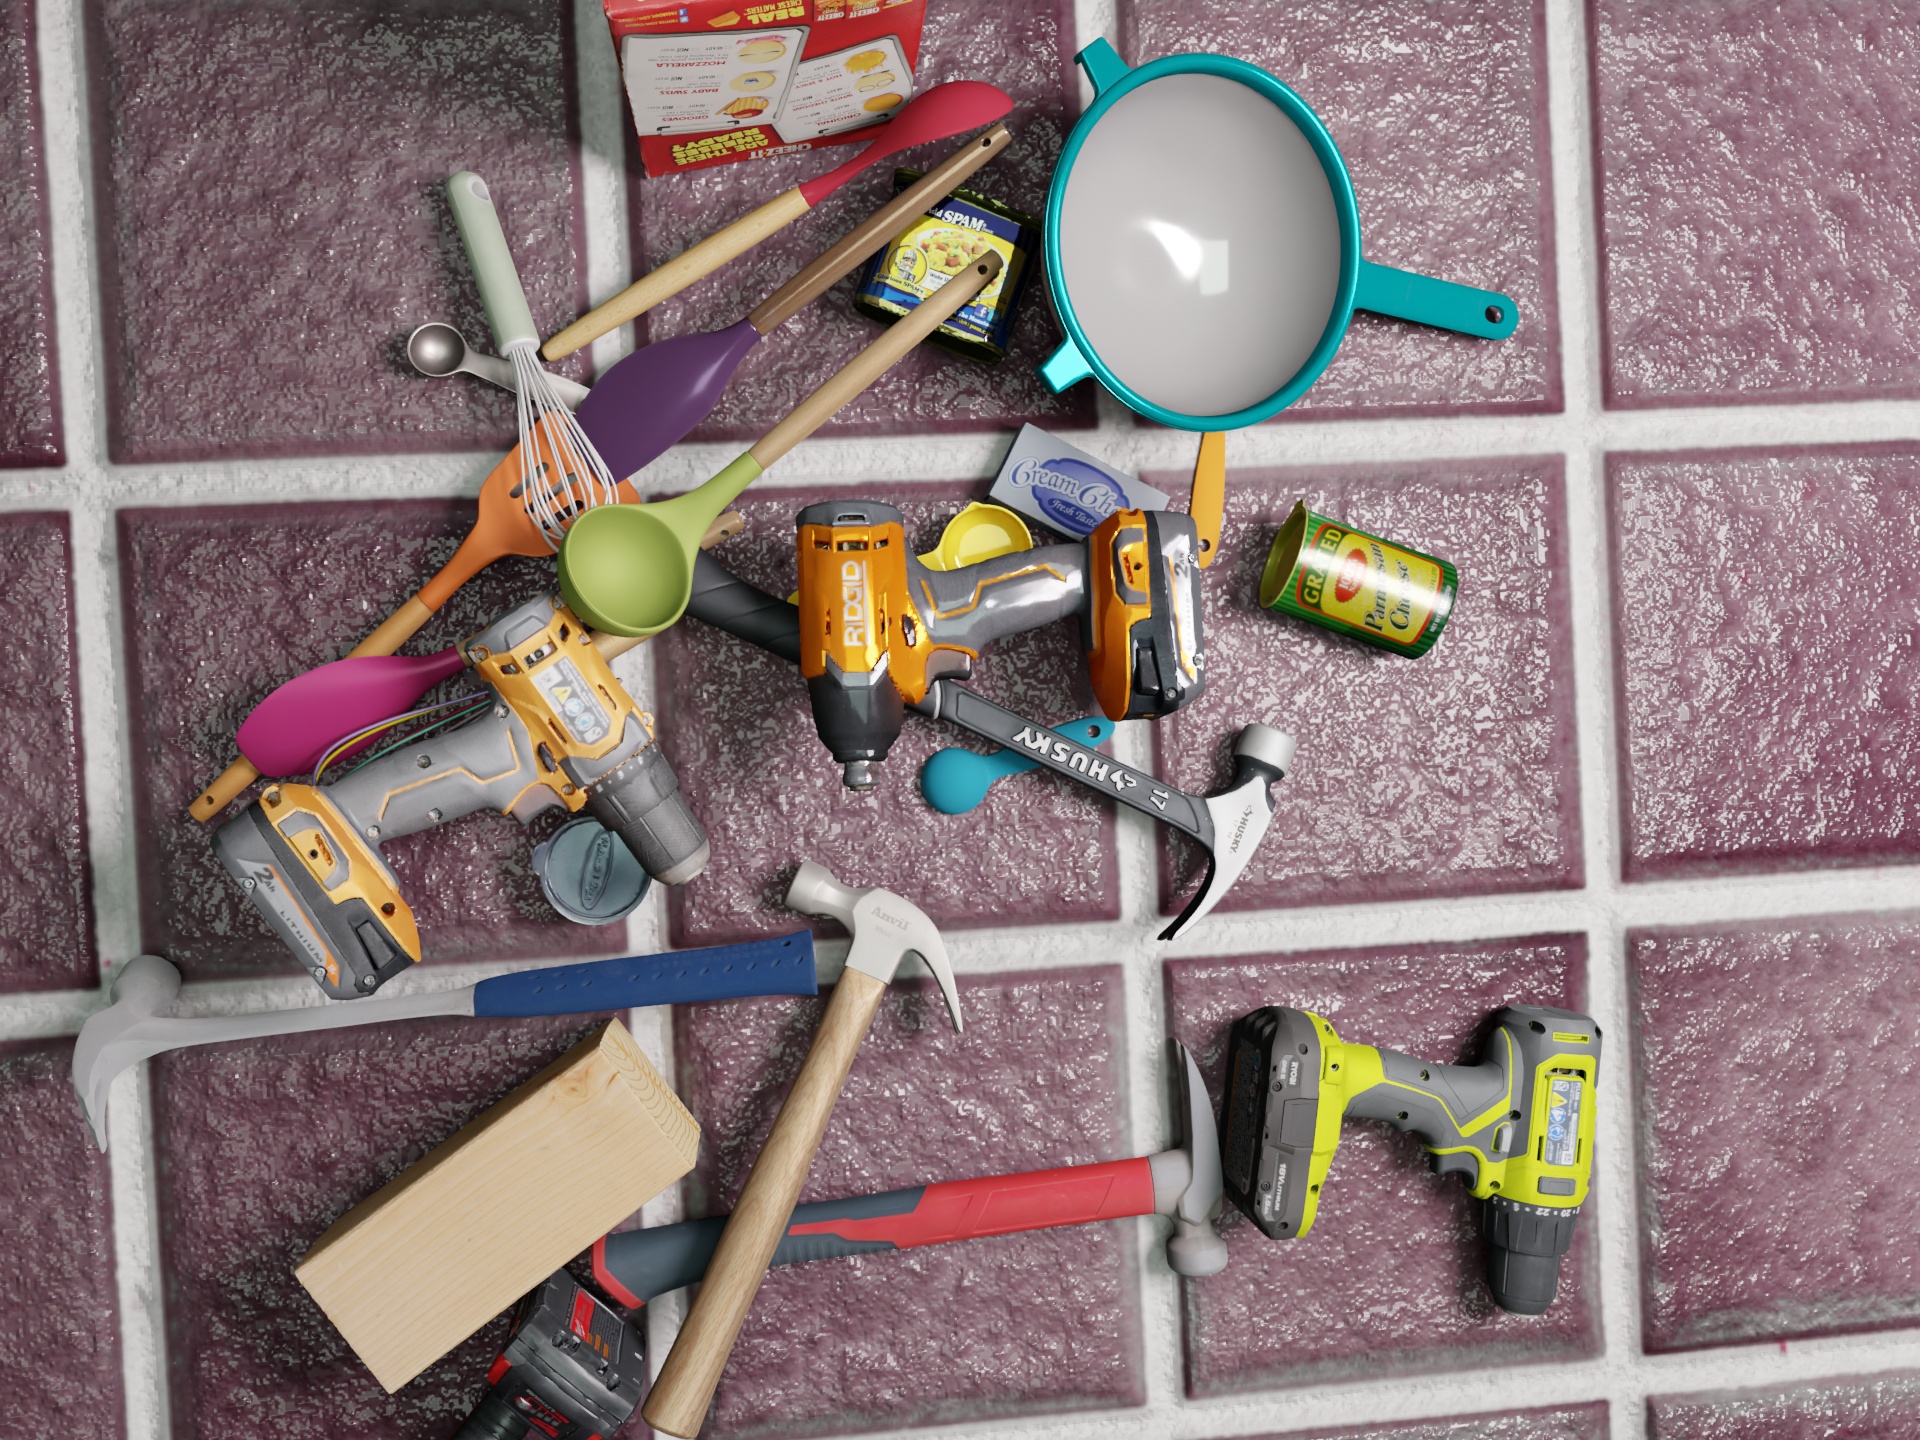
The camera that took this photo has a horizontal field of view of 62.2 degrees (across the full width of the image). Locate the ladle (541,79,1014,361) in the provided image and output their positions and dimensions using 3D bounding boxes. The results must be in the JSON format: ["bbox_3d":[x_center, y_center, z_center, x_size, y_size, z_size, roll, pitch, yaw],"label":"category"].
[{"bbox_3d":[-0.113,-0.294,0.936,0.315,0.069,0.031,-28,119,9],"label":"ladle"}]

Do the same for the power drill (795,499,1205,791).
[{"bbox_3d":[0.021,-0.044,0.915,0.226,0.084,0.164,-1,84,-7],"label":"power drill"}]

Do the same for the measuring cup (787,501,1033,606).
[{"bbox_3d":[-0.031,-0.092,0.983,0.156,0.029,0.062,-15,97,6],"label":"measuring cup"}]

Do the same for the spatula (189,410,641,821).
[{"bbox_3d":[-0.334,-0.053,0.950,0.322,0.041,0.081,-43,94,0],"label":"spatula"}]

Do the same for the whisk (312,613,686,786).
[{"bbox_3d":[-0.270,-0.008,0.947,0.245,0.051,0.047,-31,59,-10],"label":"whisk"}]

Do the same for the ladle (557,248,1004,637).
[{"bbox_3d":[-0.095,-0.165,0.903,0.320,0.062,0.078,-41,103,-5],"label":"ladle"}]

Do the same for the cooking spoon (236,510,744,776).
[{"bbox_3d":[-0.273,-0.050,0.946,0.319,0.017,0.068,-28,136,-9],"label":"cooking spoon"}]

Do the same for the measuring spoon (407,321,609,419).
[{"bbox_3d":[-0.271,-0.205,0.960,0.124,0.018,0.034,18,76,-12],"label":"measuring spoon"}]

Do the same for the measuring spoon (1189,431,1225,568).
[{"bbox_3d":[0.159,-0.154,1.003,0.021,0.011,0.117,6,90,-6],"label":"measuring spoon"}]

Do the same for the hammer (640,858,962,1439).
[{"bbox_3d":[-0.100,0.258,0.941,0.130,0.031,0.331,23,80,2],"label":"hammer"}]

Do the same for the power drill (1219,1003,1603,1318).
[{"bbox_3d":[0.283,0.270,0.991,0.228,0.080,0.190,6,90,-9],"label":"power drill"}]

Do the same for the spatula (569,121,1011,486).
[{"bbox_3d":[-0.102,-0.249,0.934,0.316,0.018,0.060,-35,91,9],"label":"spatula"}]

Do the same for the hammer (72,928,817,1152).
[{"bbox_3d":[-0.284,0.163,0.897,0.405,0.144,0.035,-6,115,-6],"label":"hammer"}]

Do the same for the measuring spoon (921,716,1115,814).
[{"bbox_3d":[0.038,0.023,0.988,0.128,0.021,0.042,-20,93,-5],"label":"measuring spoon"}]

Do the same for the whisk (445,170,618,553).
[{"bbox_3d":[-0.257,-0.211,0.934,0.059,0.057,0.246,-24,82,29],"label":"whisk"}]

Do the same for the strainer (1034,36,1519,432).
[{"bbox_3d":[0.185,-0.272,0.976,0.340,0.095,0.211,5,95,-25],"label":"strainer"}]

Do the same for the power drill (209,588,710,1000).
[{"bbox_3d":[-0.267,0.061,0.887,0.226,0.084,0.185,-37,104,-16],"label":"power drill"}]

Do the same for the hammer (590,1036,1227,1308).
[{"bbox_3d":[-0.031,0.290,0.976,0.386,0.038,0.143,-6,90,-6],"label":"hammer"}]

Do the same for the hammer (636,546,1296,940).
[{"bbox_3d":[-0.002,-0.003,0.962,0.409,0.036,0.149,24,78,-6],"label":"hammer"}]

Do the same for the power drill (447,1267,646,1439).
[{"bbox_3d":[-0.280,0.432,0.881,0.080,0.188,0.227,42,83,-6],"label":"power drill"}]
